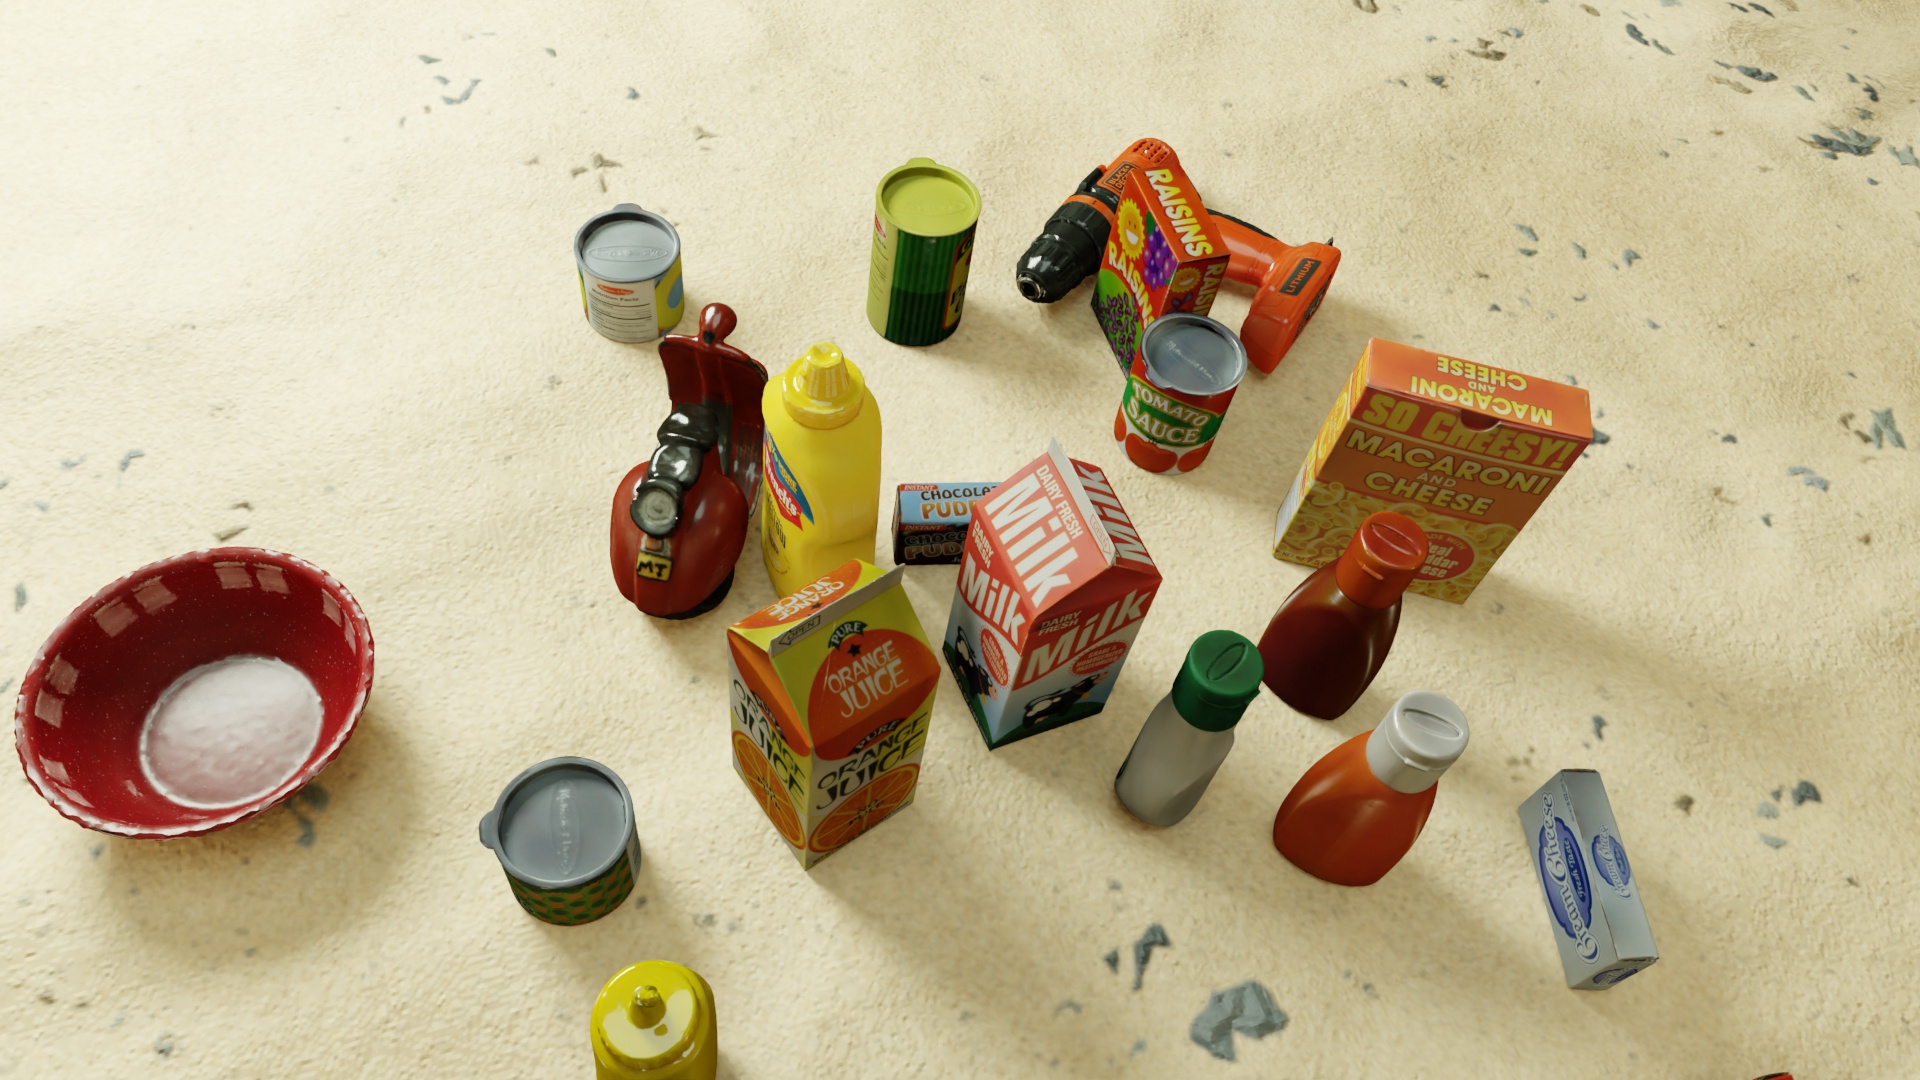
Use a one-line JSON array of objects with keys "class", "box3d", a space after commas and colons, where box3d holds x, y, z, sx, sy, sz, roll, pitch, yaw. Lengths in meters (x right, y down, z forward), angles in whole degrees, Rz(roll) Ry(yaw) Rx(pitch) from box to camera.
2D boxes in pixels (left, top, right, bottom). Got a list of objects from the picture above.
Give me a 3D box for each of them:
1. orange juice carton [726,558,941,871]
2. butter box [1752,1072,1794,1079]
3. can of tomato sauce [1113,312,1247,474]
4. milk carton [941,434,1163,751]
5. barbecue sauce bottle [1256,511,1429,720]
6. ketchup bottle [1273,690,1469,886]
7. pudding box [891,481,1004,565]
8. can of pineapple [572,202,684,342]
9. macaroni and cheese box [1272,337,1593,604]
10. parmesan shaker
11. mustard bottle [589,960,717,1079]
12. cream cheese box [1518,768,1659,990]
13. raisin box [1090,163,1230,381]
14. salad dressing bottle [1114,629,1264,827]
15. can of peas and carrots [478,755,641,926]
[{"class": "orange juice carton", "box3d": [-0.062, 0.078, 0.663, 0.072, 0.191, 0.073, -29, 65, -24]}, {"class": "butter box", "box3d": [0.392, 0.310, 0.654, 0.024, 0.052, 0.104, -5, 57, -12]}, {"class": "can of tomato sauce", "box3d": [0.135, -0.090, 0.872, 0.071, 0.082, 0.071, 4, 56, -5]}, {"class": "milk carton", "box3d": [0.046, 0.029, 0.714, 0.073, 0.189, 0.072, -16, 60, -18]}, {"class": "barbecue sauce bottle", "box3d": [0.208, 0.041, 0.754, 0.065, 0.147, 0.044, 35, 59, 15]}, {"class": "ketchup bottle", "box3d": [0.208, 0.125, 0.696, 0.065, 0.148, 0.044, 21, 56, 6]}, {"class": "pudding box", "box3d": [0.003, -0.010, 0.819, 0.084, 0.049, 0.030, -1, 56, -8]}, {"class": "can of pineapple", "box3d": [-0.211, -0.171, 0.894, 0.071, 0.057, 0.071, 4, 56, -5]}, {"class": "macaroni and cheese box", "box3d": [0.266, -0.034, 0.803, 0.124, 0.165, 0.040, 14, 55, 2]}, {"class": "parmesan shaker", "box3d": [-0.026, -0.186, 0.903, 0.071, 0.102, 0.071, 4, 56, -5]}, {"class": "mustard bottle", "box3d": [-0.128, 0.209, 0.584, 0.049, 0.159, 0.065, 3, 56, -6]}, {"class": "cream cheese box", "box3d": [0.330, 0.179, 0.734, 0.024, 0.053, 0.104, 2, 56, -7]}, {"class": "raisin box", "box3d": [0.128, -0.168, 0.901, 0.040, 0.122, 0.086, -11, 58, -15]}, {"class": "salad dressing bottle", "box3d": [0.116, 0.096, 0.703, 0.044, 0.146, 0.064, 42, 61, 19]}, {"class": "can of peas and carrots", "box3d": [-0.193, 0.148, 0.678, 0.071, 0.058, 0.071, 4, 56, -5]}]
